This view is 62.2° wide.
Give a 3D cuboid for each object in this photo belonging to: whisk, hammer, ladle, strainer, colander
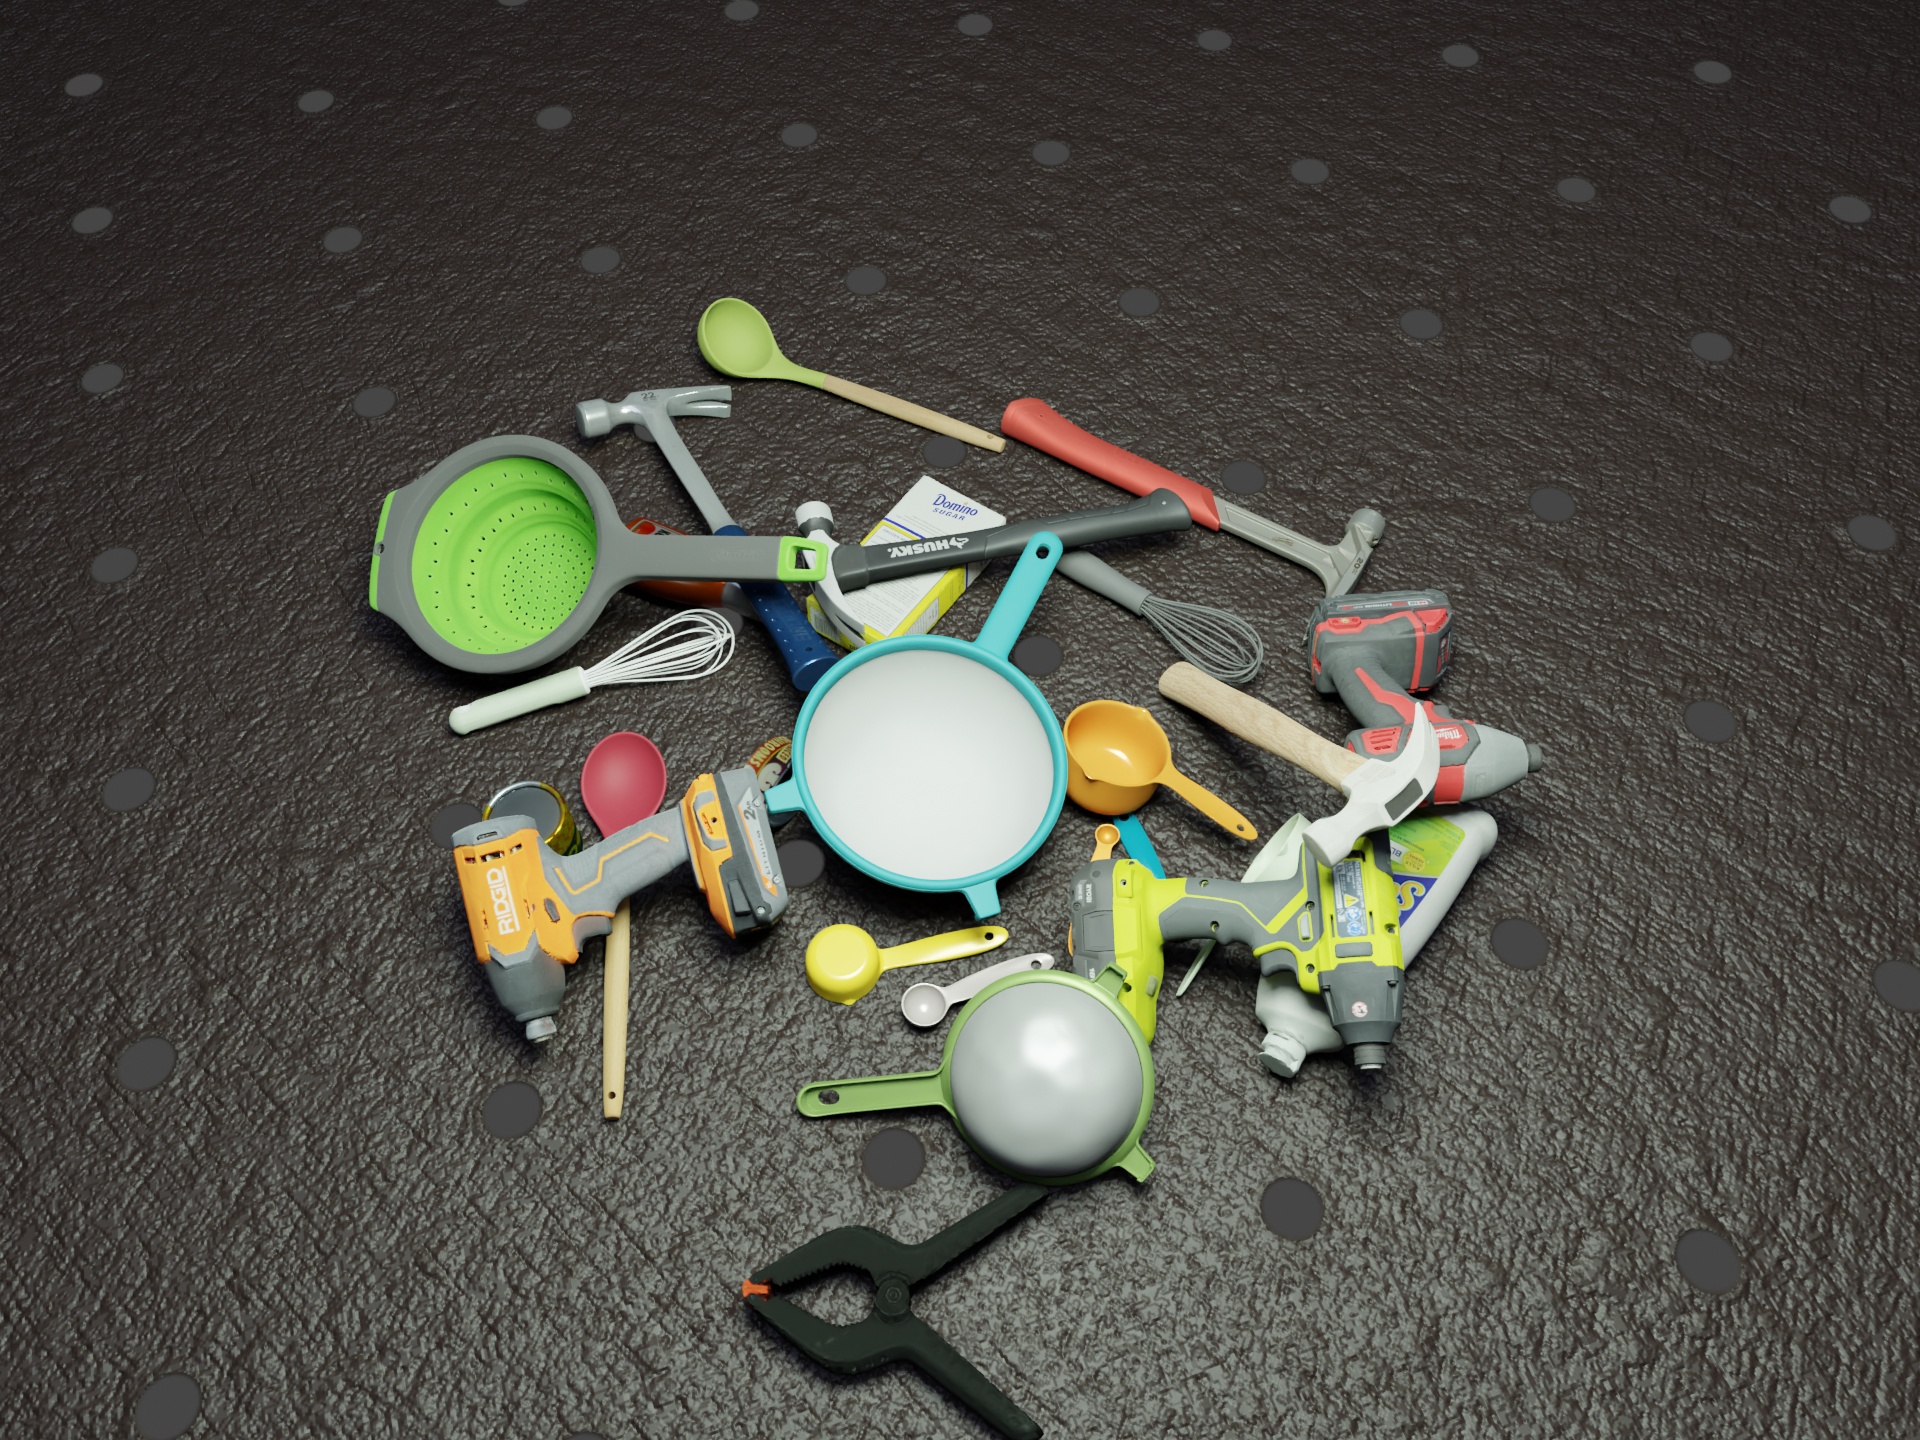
[{"bbox_3d":[0.158,-0.103,1.368,0.239,0.055,0.055,33,63,25],"label":"whisk"},{"bbox_3d":[0.237,0.008,1.187,0.130,0.031,0.331,-36,24,-7],"label":"hammer"},{"bbox_3d":[-0.308,-0.036,1.336,0.246,0.059,0.058,-19,22,-7],"label":"whisk"},{"bbox_3d":[0.035,-0.148,1.355,0.334,0.035,0.146,-10,55,-9],"label":"hammer"},{"bbox_3d":[-0.261,0.151,1.220,0.069,0.031,0.316,-4,59,-1],"label":"ladle"},{"bbox_3d":[-0.201,-0.172,1.383,0.144,0.035,0.406,-17,50,-24],"label":"hammer"},{"bbox_3d":[-0.002,-0.004,1.269,0.211,0.095,0.340,27,62,3],"label":"strainer"},{"bbox_3d":[-0.105,-0.321,1.511,0.320,0.062,0.078,22,60,12],"label":"ladle"},{"bbox_3d":[-0.291,-0.126,1.329,0.397,0.094,0.204,3,79,13],"label":"colander"},{"bbox_3d":[0.191,-0.198,1.435,0.359,0.036,0.149,28,61,17],"label":"hammer"},{"bbox_3d":[0.003,0.256,1.092,0.256,0.069,0.151,-8,90,12],"label":"strainer"}]

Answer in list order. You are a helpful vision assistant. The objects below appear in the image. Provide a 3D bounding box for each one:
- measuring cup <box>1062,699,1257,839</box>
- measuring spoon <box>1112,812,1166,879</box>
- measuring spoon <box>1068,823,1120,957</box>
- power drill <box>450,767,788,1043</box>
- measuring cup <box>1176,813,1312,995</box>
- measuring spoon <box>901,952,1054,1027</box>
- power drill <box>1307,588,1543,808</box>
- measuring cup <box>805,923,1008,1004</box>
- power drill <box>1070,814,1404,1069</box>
[{"bbox_3d":[0.152,0.056,1.258,0.174,0.052,0.095,34,49,11],"label":"measuring cup"},{"bbox_3d":[0.149,0.112,1.239,0.042,0.021,0.129,-19,58,-11],"label":"measuring spoon"},{"bbox_3d":[0.103,0.133,1.236,0.021,0.011,0.117,12,61,10],"label":"measuring spoon"},{"bbox_3d":[-0.244,0.133,1.168,0.226,0.084,0.164,-14,80,-9],"label":"power drill"},{"bbox_3d":[0.222,0.147,1.198,0.038,0.083,0.167,35,80,3],"label":"measuring cup"},{"bbox_3d":[0.014,0.201,1.192,0.124,0.018,0.034,-17,58,-18],"label":"measuring spoon"},{"bbox_3d":[0.354,-0.013,1.238,0.143,0.078,0.220,-4,35,2],"label":"power drill"},{"bbox_3d":[-0.041,0.171,1.199,0.156,0.029,0.062,-11,57,-4],"label":"measuring cup"},{"bbox_3d":[0.196,0.164,1.122,0.223,0.080,0.171,-8,69,20],"label":"power drill"}]
